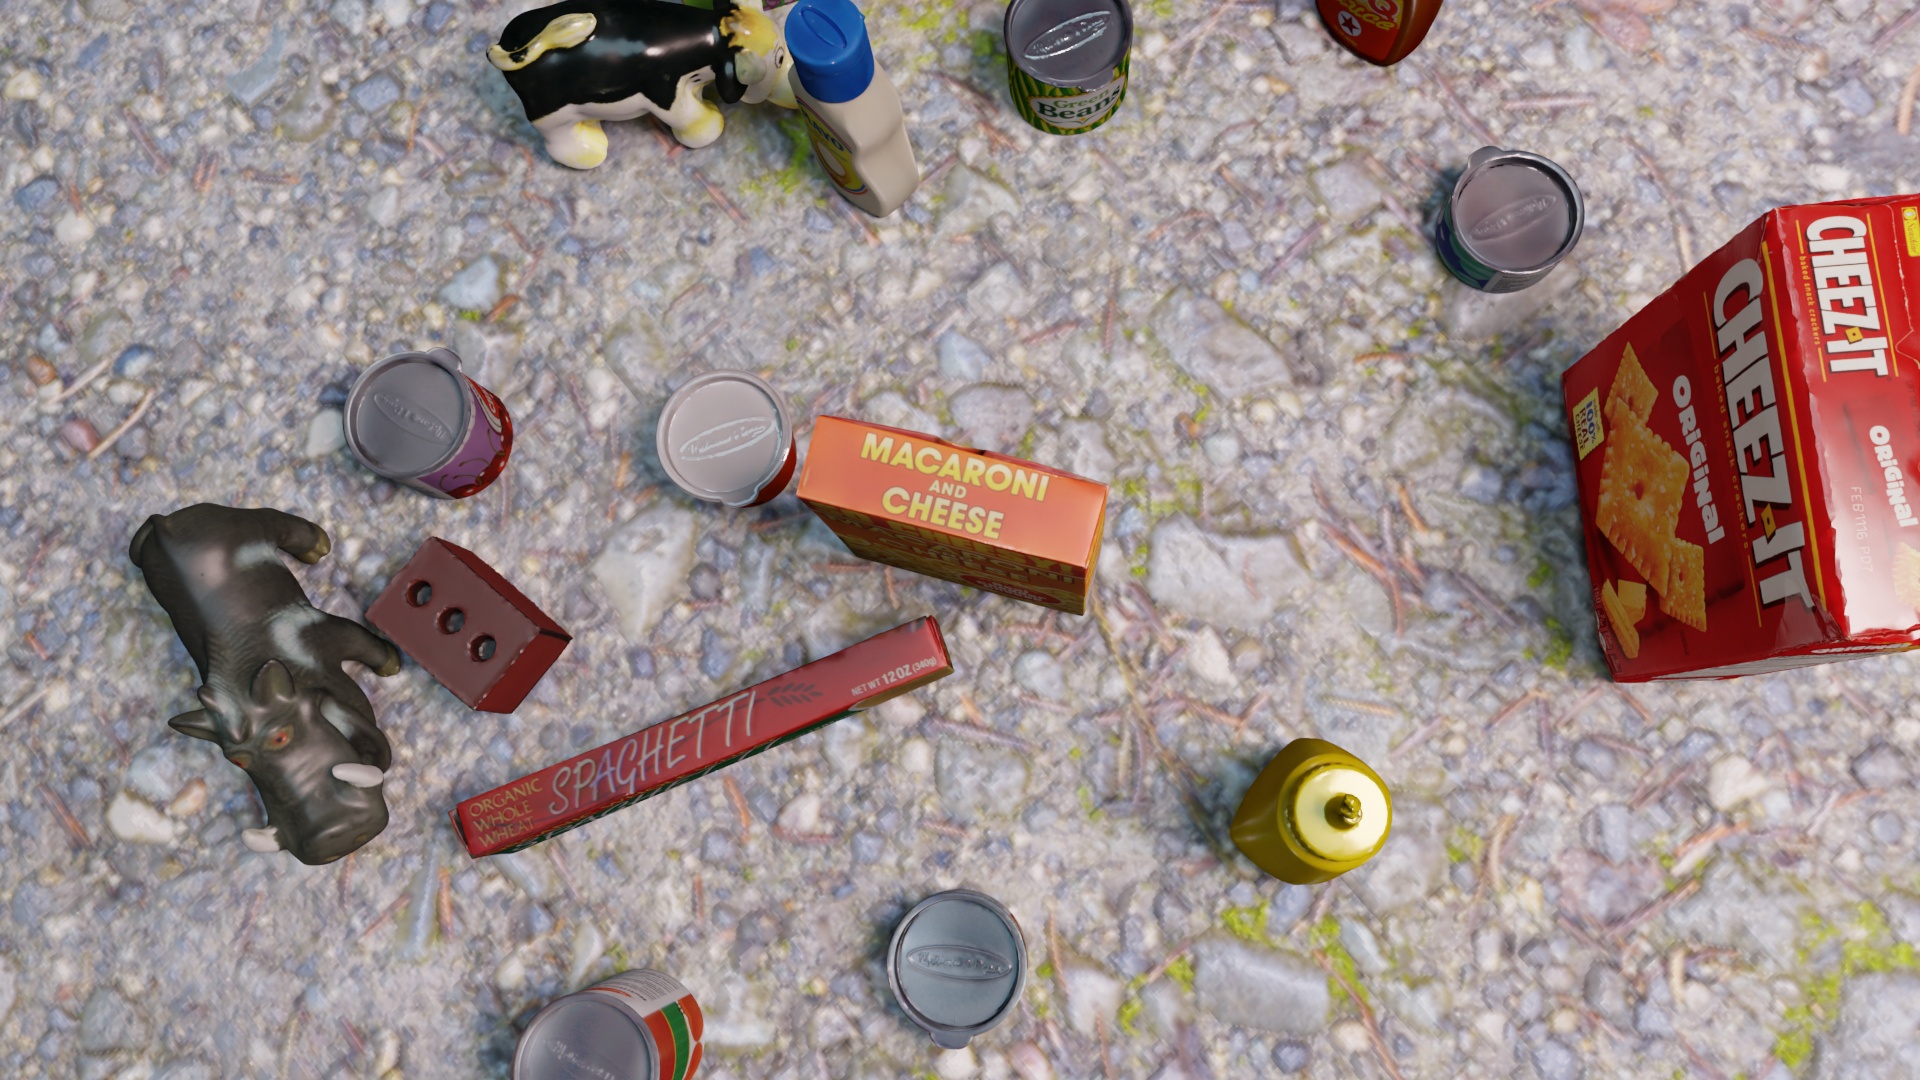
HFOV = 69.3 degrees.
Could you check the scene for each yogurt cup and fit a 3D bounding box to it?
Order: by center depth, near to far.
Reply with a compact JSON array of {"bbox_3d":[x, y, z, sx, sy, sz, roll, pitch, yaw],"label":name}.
[{"bbox_3d":[-0.115,-0.048,0.707,0.072,0.054,0.072,-1,80,4],"label":"yogurt cup"}]

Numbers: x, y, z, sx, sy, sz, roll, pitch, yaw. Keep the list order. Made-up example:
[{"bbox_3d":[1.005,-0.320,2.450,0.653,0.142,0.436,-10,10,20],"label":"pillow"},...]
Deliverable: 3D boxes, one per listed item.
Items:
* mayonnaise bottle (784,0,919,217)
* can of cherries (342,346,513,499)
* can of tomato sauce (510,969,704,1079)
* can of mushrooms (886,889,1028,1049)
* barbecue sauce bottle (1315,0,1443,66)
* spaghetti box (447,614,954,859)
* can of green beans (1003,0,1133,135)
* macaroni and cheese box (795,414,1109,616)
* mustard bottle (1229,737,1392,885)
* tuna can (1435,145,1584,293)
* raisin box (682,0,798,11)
[{"bbox_3d":[-0.056,-0.214,0.685,0.041,0.148,0.065,-45,80,-4],"label":"mayonnaise bottle"},{"bbox_3d":[-0.271,-0.060,0.718,0.071,0.058,0.071,-1,80,4],"label":"can of cherries"},{"bbox_3d":[-0.160,0.239,0.642,0.071,0.083,0.071,-1,80,4],"label":"can of tomato sauce"},{"bbox_3d":[-0.001,0.203,0.663,0.071,0.033,0.071,-1,80,4],"label":"can of mushrooms"},{"bbox_3d":[0.215,-0.295,0.680,0.044,0.148,0.065,-43,80,-3],"label":"barbecue sauce bottle"},{"bbox_3d":[-0.123,0.097,0.683,0.250,0.050,0.029,-22,79,0],"label":"spaghetti box"},{"bbox_3d":[0.057,-0.256,0.731,0.071,0.057,0.071,-1,80,4],"label":"can of green beans"},{"bbox_3d":[0.002,-0.008,0.634,0.124,0.166,0.040,14,82,7],"label":"macaroni and cheese box"},{"bbox_3d":[0.155,0.118,0.602,0.049,0.160,0.065,35,84,9],"label":"mustard bottle"},{"bbox_3d":[0.278,-0.164,0.710,0.071,0.033,0.071,-1,80,4],"label":"tuna can"},{"bbox_3d":[-0.118,-0.326,0.723,0.086,0.123,0.040,-16,79,1],"label":"raisin box"}]
